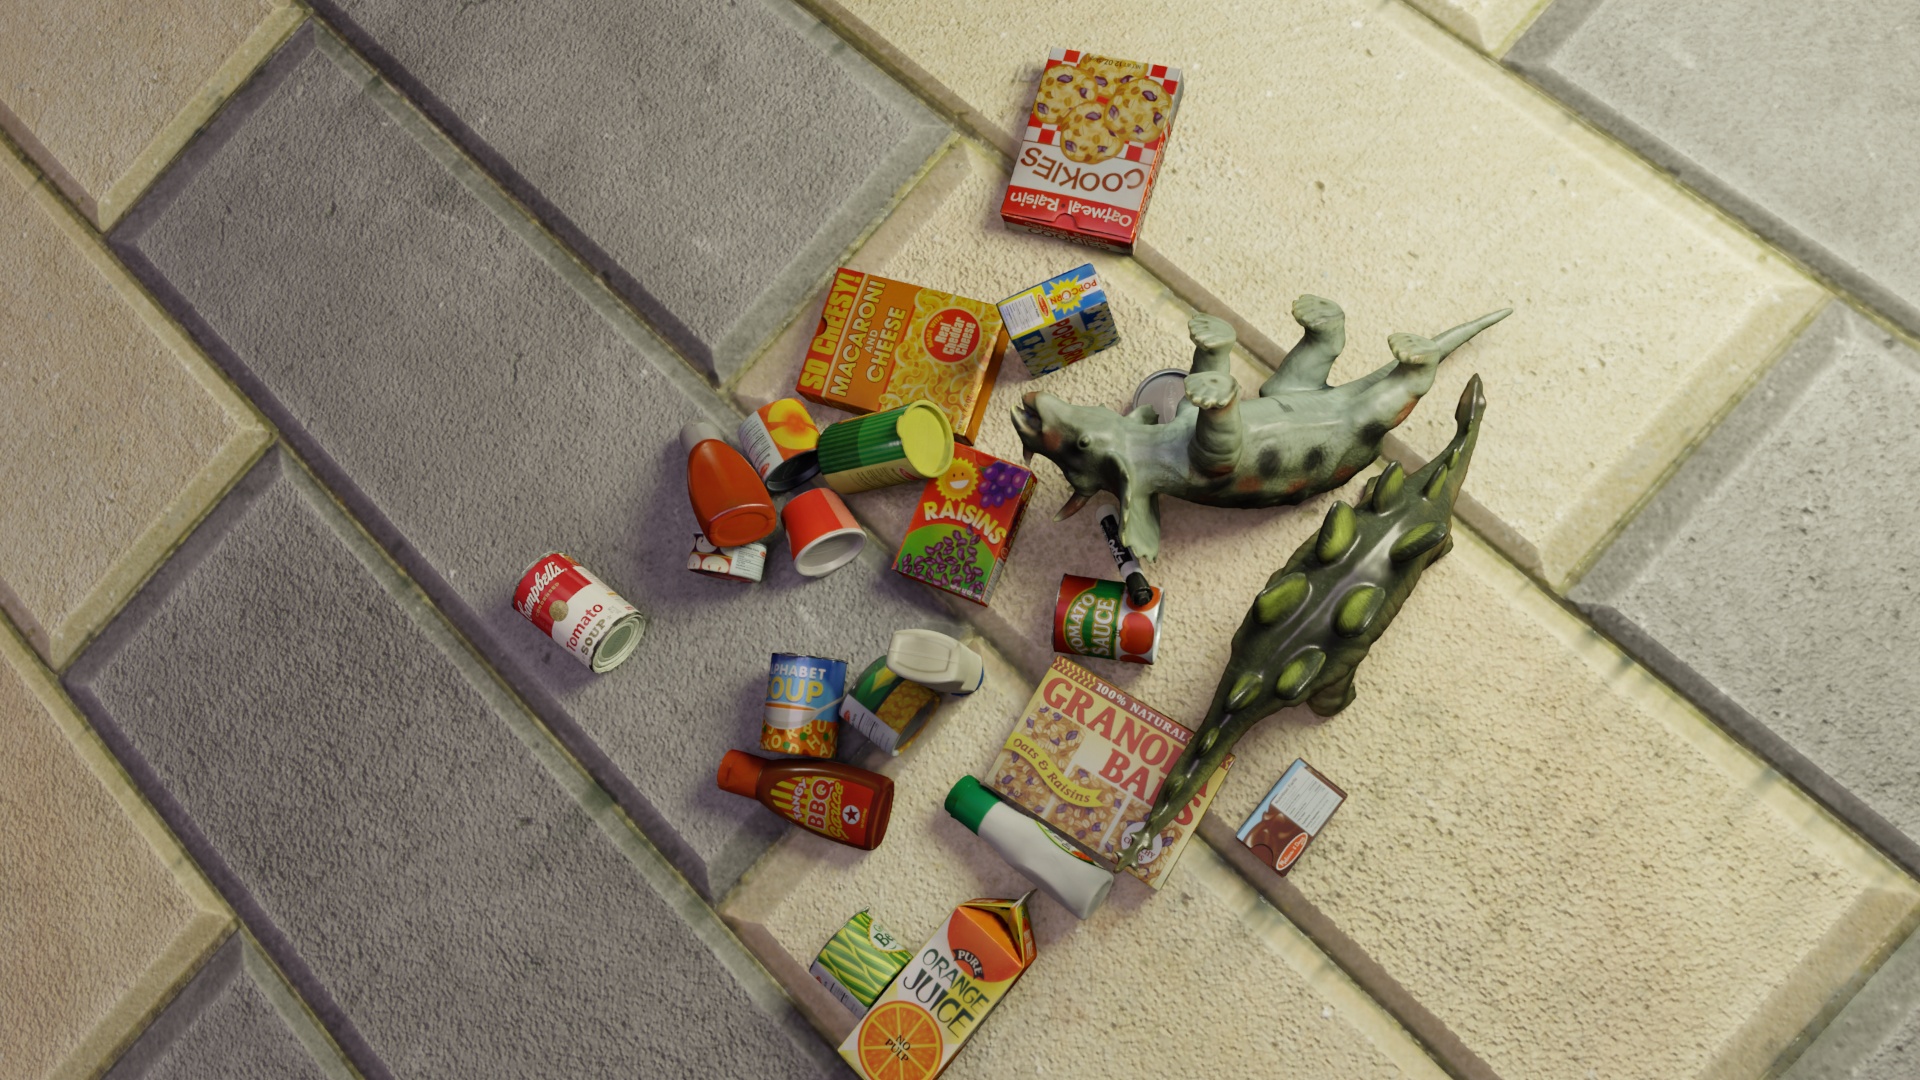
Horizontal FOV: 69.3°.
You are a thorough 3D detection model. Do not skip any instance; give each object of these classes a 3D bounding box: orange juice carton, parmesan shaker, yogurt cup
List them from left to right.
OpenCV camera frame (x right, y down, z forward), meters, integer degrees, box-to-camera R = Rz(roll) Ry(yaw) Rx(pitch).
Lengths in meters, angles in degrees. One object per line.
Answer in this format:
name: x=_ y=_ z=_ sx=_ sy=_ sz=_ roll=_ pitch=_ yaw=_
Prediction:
yogurt cup: x=-0.123 y=-0.009 z=1.217 sx=0.072 sy=0.072 sz=0.054 roll=-30 pitch=66 yaw=5
parmesan shaker: x=-0.067 y=-0.080 z=1.195 sx=0.103 sy=0.071 sz=0.071 roll=-9 pitch=76 yaw=39
orange juice carton: x=-0.004 y=0.354 z=1.111 sx=0.073 sy=0.071 sz=0.192 roll=39 pitch=89 yaw=16

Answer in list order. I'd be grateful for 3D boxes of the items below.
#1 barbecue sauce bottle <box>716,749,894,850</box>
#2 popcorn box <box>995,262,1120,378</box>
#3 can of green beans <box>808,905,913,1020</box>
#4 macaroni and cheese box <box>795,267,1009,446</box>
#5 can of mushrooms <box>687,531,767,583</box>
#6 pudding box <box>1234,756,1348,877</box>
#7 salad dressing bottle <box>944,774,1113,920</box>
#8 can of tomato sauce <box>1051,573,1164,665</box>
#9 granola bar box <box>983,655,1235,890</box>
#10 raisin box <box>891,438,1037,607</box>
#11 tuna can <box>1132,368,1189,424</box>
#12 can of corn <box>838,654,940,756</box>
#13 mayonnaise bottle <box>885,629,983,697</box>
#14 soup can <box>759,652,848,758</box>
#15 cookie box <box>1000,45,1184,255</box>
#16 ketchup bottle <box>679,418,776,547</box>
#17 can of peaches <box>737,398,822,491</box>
barbecue sauce bottle: x=-0.133 y=0.214 z=1.182 sx=0.148 sy=0.044 sz=0.064 roll=13 pitch=98 yaw=15
popcorn box: x=0.085 y=-0.184 z=1.173 sx=0.085 sy=0.126 sz=0.038 roll=-23 pitch=78 yaw=8
can of green beans: x=-0.080 y=0.346 z=1.133 sx=0.058 sy=0.071 sz=0.071 roll=39 pitch=89 yaw=16
macaroni and cheese box: x=-0.050 y=-0.167 z=1.244 sx=0.166 sy=0.040 sz=0.124 roll=16 pitch=82 yaw=15
can of mushrooms: x=-0.208 y=0.015 z=1.229 sx=0.071 sy=0.071 sz=0.033 roll=8 pitch=82 yaw=14
pudding box: x=0.262 y=0.219 z=1.102 sx=0.050 sy=0.030 sz=0.083 roll=38 pitch=89 yaw=15
salad dressing bottle: x=0.053 y=0.247 z=1.129 sx=0.148 sy=0.064 sz=0.044 roll=33 pitch=83 yaw=24
can of tomato sauce: x=0.122 y=0.066 z=1.143 sx=0.083 sy=0.071 sz=0.071 roll=7 pitch=81 yaw=13
granola bar box: x=0.122 y=0.188 z=1.135 sx=0.166 sy=0.039 sz=0.124 roll=30 pitch=87 yaw=16
raisin box: x=0.004 y=-0.015 z=1.202 sx=0.086 sy=0.040 sz=0.123 roll=20 pitch=83 yaw=16
tuna can: x=0.183 y=-0.111 z=1.185 sx=0.071 sy=0.033 sz=0.071 roll=-2 pitch=78 yaw=12
can of corn: x=-0.058 y=0.138 z=1.171 sx=0.058 sy=0.071 sz=0.071 roll=36 pitch=88 yaw=16
mayonnaise bottle: x=-0.013 y=0.101 z=1.125 sx=0.065 sy=0.148 sz=0.041 roll=9 pitch=81 yaw=14
soup can: x=-0.135 y=0.140 z=1.184 sx=0.071 sy=0.071 sz=0.084 roll=4 pitch=80 yaw=13
cookie box: x=0.118 y=-0.350 z=1.244 sx=0.123 sy=0.040 sz=0.167 roll=15 pitch=82 yaw=15
ketchup bottle: x=-0.212 y=-0.055 z=1.224 sx=0.065 sy=0.043 sz=0.149 roll=-14 pitch=42 yaw=-18
can of peaches: x=-0.156 y=-0.086 z=1.239 sx=0.071 sy=0.071 sz=0.058 roll=-32 pitch=74 yaw=5
